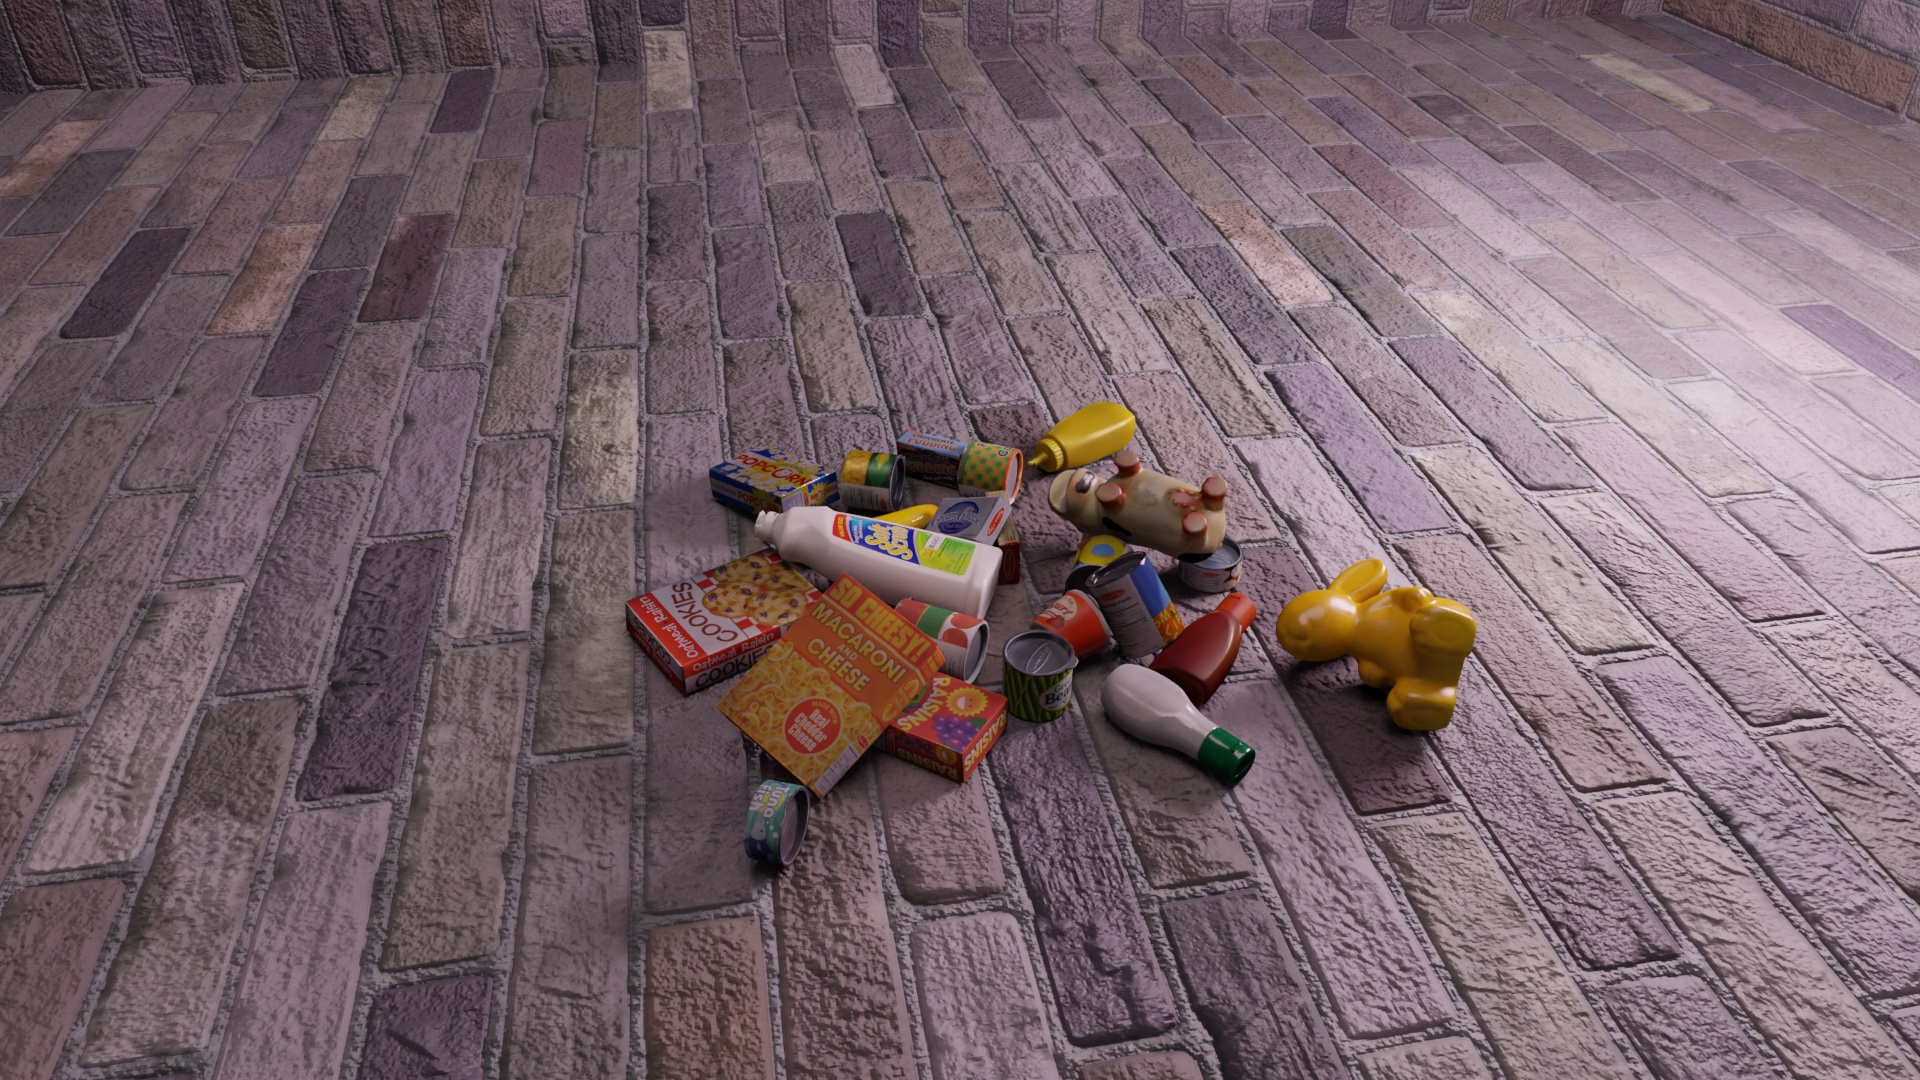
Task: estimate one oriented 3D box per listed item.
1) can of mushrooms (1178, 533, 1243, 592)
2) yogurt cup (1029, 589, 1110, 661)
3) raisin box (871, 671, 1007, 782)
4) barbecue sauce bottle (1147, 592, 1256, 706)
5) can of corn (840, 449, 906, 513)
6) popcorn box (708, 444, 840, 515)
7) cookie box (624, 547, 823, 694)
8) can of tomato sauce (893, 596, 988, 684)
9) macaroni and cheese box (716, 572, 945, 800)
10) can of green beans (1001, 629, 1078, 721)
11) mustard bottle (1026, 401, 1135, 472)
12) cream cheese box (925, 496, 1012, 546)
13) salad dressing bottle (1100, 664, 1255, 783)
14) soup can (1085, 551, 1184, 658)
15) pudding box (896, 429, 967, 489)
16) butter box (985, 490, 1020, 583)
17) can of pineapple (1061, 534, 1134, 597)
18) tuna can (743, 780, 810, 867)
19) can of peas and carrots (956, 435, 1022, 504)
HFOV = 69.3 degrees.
[{"bbox_3d":[0.264,0.022,1.463,0.071,0.033,0.071,0,35,0],"label":"can of mushrooms"},{"bbox_3d":[0.103,0.089,1.343,0.054,0.072,0.072,-29,44,-23],"label":"yogurt cup"},{"bbox_3d":[-0.030,0.161,1.259,0.123,0.039,0.086,17,38,25],"label":"raisin box"},{"bbox_3d":[0.240,0.102,1.341,0.065,0.043,0.149,12,35,32],"label":"barbecue sauce bottle"},{"bbox_3d":[-0.097,-0.069,1.561,0.058,0.070,0.071,7,36,11],"label":"can of corn"},{"bbox_3d":[-0.210,-0.064,1.563,0.127,0.038,0.085,21,35,38],"label":"popcorn box"},{"bbox_3d":[-0.229,0.077,1.377,0.168,0.040,0.123,-22,41,-30],"label":"cookie box"},{"bbox_3d":[-0.022,0.096,1.328,0.083,0.070,0.071,15,37,18],"label":"can of tomato sauce"},{"bbox_3d":[-0.114,0.127,1.234,0.124,0.040,0.167,36,73,27],"label":"macaroni and cheese box"},{"bbox_3d":[0.071,0.126,1.293,0.071,0.057,0.071,0,35,0],"label":"can of green beans"},{"bbox_3d":[0.135,-0.116,1.646,0.161,0.048,0.065,-27,43,-32],"label":"mustard bottle"},{"bbox_3d":[0.005,-0.018,1.472,0.103,0.024,0.053,0,55,54],"label":"cream cheese box"},{"bbox_3d":[0.195,0.166,1.251,0.064,0.043,0.148,-34,49,-31],"label":"salad dressing bottle"},{"bbox_3d":[0.170,0.061,1.344,0.071,0.083,0.071,-28,10,6],"label":"soup can"},{"bbox_3d":[-0.031,-0.095,1.613,0.084,0.049,0.030,16,39,21],"label":"pudding box"},{"bbox_3d":[0.045,-0.005,1.483,0.024,0.052,0.104,-5,35,-6],"label":"butter box"},{"bbox_3d":[0.143,0.036,1.415,0.071,0.070,0.058,9,36,12],"label":"can of pineapple"},{"bbox_3d":[-0.150,0.229,1.134,0.033,0.070,0.071,8,36,13],"label":"tuna can"},{"bbox_3d":[0.035,-0.079,1.574,0.059,0.070,0.071,12,37,16],"label":"can of peas and carrots"}]
